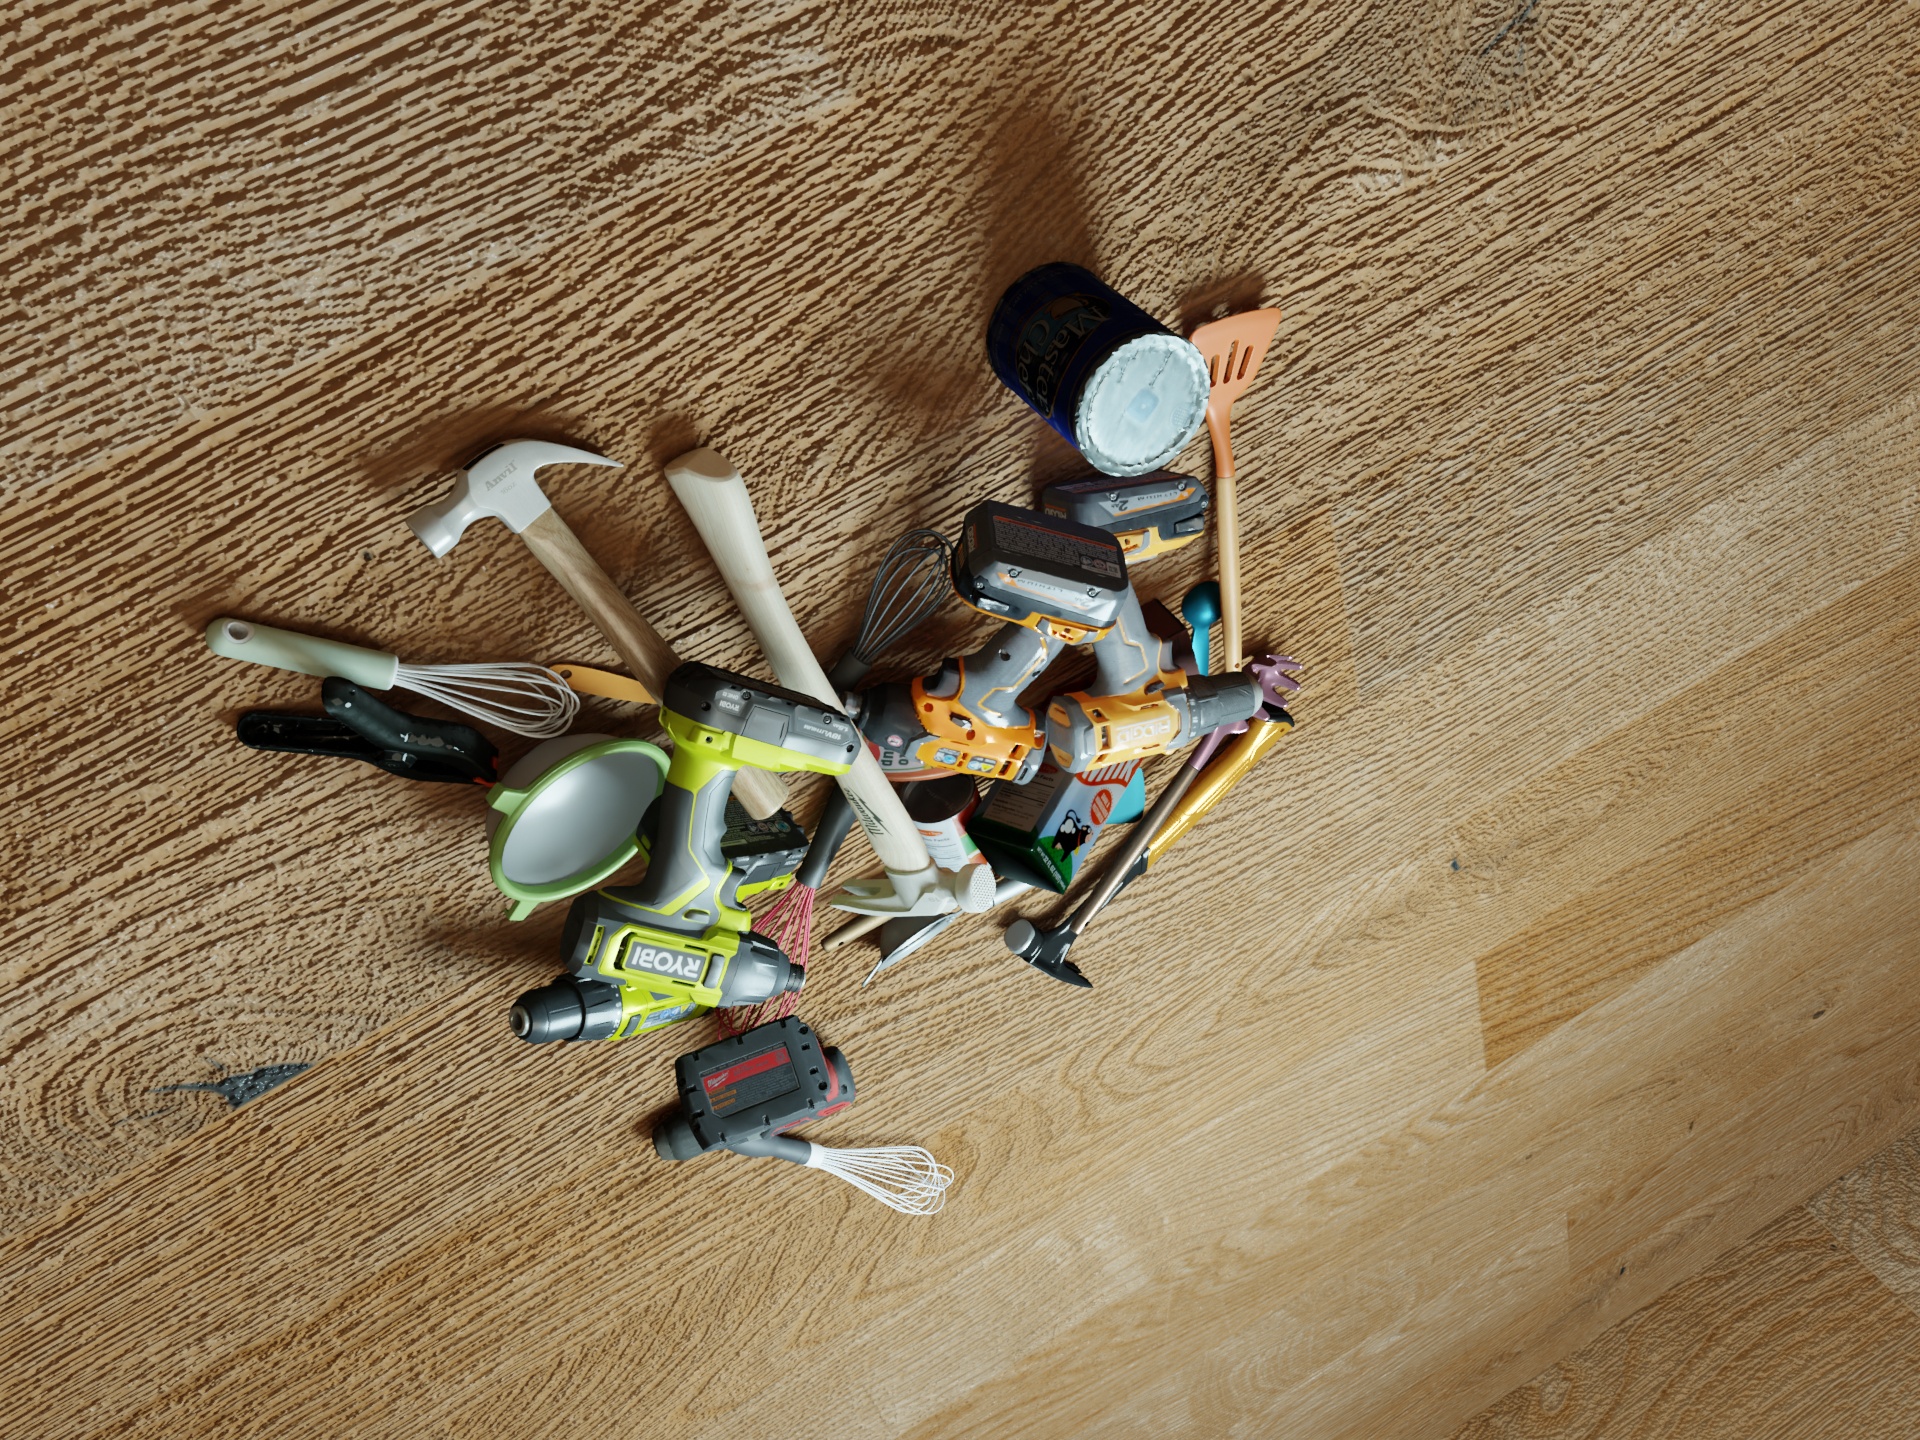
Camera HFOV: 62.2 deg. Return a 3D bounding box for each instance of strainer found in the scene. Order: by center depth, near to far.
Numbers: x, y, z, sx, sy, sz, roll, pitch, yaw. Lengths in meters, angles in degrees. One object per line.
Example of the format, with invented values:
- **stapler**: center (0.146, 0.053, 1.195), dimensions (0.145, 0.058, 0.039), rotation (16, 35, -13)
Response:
- **strainer**: center (-0.249, 0.032, 1.181), dimensions (0.256, 0.069, 0.151), rotation (-31, 150, -31)
- **strainer**: center (0.014, 0.163, 1.435), dimensions (0.258, 0.050, 0.086), rotation (-23, 164, -21)

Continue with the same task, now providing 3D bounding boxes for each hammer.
- **hammer**: center (-0.220, -0.054, 1.094), dimensions (0.130, 0.031, 0.331), rotation (-44, 122, -13)
- **hammer**: center (-0.115, -0.013, 1.176), dimensions (0.038, 0.146, 0.410), rotation (-56, 129, -43)
- **hammer**: center (0.191, 0.115, 1.500), dimensions (0.337, 0.034, 0.127), rotation (-47, 136, 7)

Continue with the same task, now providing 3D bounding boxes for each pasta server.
- **pasta server**: center (0.199, 0.067, 1.438), dimensions (0.316, 0.040, 0.060), rotation (-54, 137, 2)

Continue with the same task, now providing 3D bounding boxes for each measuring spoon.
- **measuring spoon**: center (-0.249, -0.026, 1.168), dimensions (0.116, 0.011, 0.021), rotation (13, 118, -32)
- **measuring spoon**: center (0.214, -0.062, 1.391), dimensions (0.042, 0.021, 0.128), rotation (-16, 128, -18)

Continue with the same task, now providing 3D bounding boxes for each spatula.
- **spatula**: center (0.219, -0.173, 1.283), dimensions (0.081, 0.041, 0.322), rotation (-18, 121, -18)
- **spatula**: center (0.021, 0.125, 1.395), dimensions (0.317, 0.044, 0.082), rotation (-29, 143, -16)

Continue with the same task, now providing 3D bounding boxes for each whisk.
- **whisk**: center (-0.375, -0.030, 1.069), dimensions (0.246, 0.058, 0.059), rotation (14, 145, -31)
- **whisk**: center (-0.081, -0.050, 1.222), dimensions (0.055, 0.055, 0.239), rotation (21, 115, -39)
- **whisk**: center (-0.136, 0.150, 1.331), dimensions (0.073, 0.073, 0.295), rotation (15, 108, -37)
- **whisk**: center (-0.119, 0.429, 1.551), dimensions (0.284, 0.070, 0.070), rotation (26, 108, -35)

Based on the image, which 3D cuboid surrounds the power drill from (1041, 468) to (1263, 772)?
- **power drill**: center (0.154, -0.081, 1.260), dimensions (0.185, 0.084, 0.226), rotation (-12, 108, -21)

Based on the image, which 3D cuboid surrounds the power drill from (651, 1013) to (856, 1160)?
- **power drill**: center (-0.188, 0.328, 1.370), dimensions (0.188, 0.080, 0.226), rotation (-20, 163, -6)

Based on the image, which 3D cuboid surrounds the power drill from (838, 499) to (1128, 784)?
- **power drill**: center (0.012, -0.049, 1.171), dimensions (0.164, 0.084, 0.226), rotation (12, 134, -16)

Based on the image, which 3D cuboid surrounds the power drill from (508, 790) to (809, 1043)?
- **power drill**: center (-0.232, 0.160, 1.226), dimensions (0.190, 0.080, 0.228), rotation (-4, 135, -51)

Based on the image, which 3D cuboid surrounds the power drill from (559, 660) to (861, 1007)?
- **power drill**: center (-0.160, 0.085, 1.099), dimensions (0.171, 0.080, 0.223), rotation (17, 95, -26)
